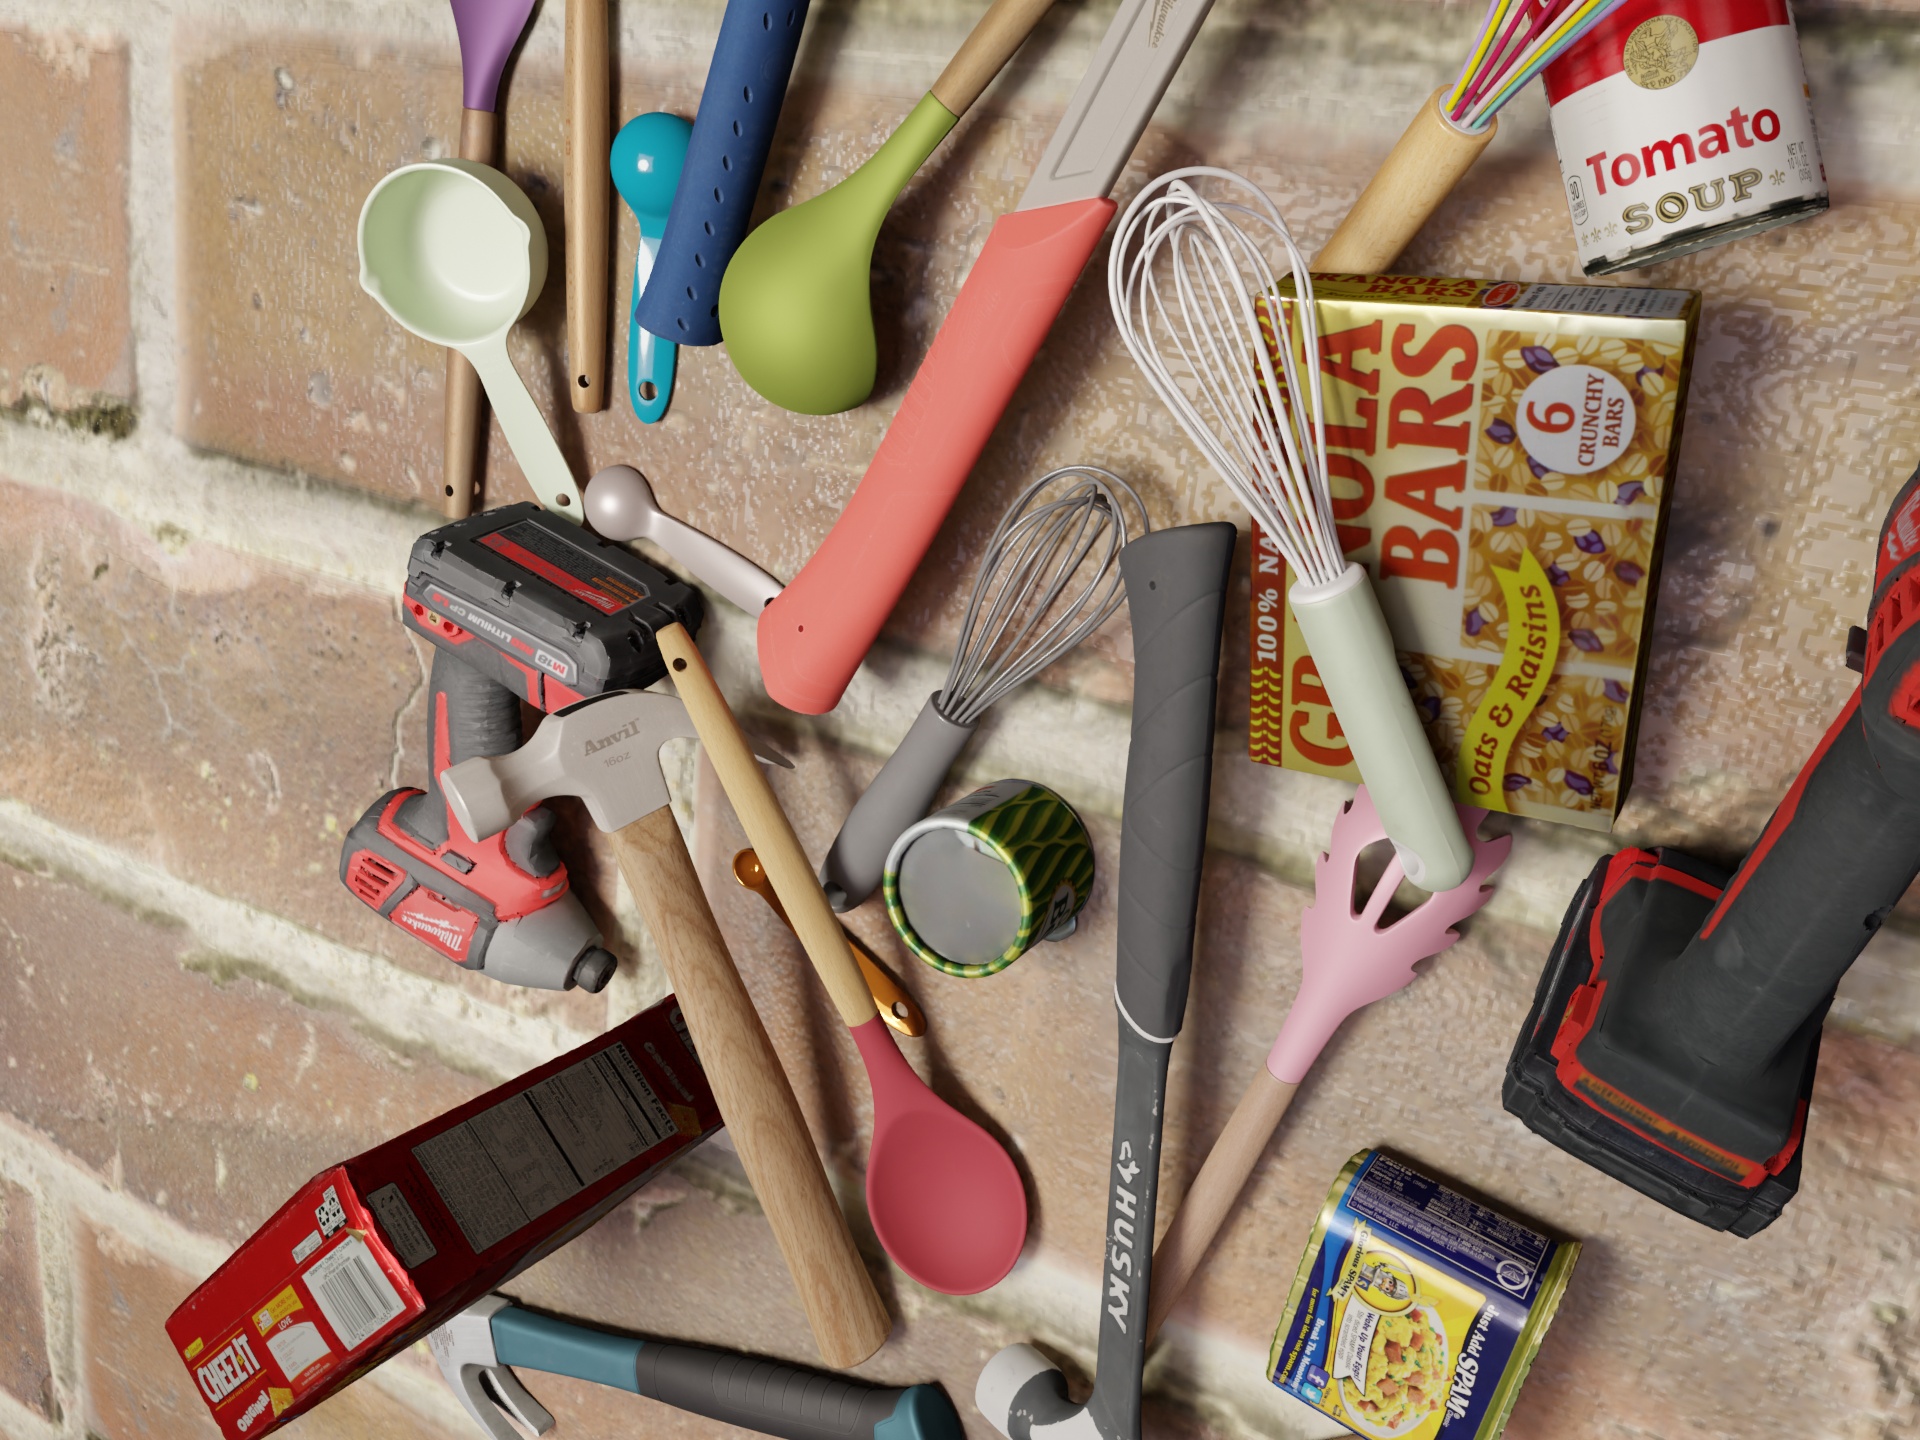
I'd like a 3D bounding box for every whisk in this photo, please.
[{"bbox_3d":[0.000,-0.002,0.633,0.055,0.055,0.239,43,124,14],"label":"whisk"},{"bbox_3d":[0.146,-0.184,0.436,0.051,0.047,0.245,55,155,10],"label":"whisk"},{"bbox_3d":[0.110,-0.050,0.487,0.059,0.058,0.246,-30,109,-8],"label":"whisk"}]

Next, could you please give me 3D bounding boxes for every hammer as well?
[{"bbox_3d":[-0.050,-0.318,0.544,0.035,0.144,0.405,35,124,18],"label":"hammer"},{"bbox_3d":[-0.095,0.140,0.685,0.031,0.130,0.331,14,127,59],"label":"hammer"},{"bbox_3d":[0.023,-0.137,0.547,0.149,0.036,0.359,42,122,18],"label":"hammer"},{"bbox_3d":[-0.148,0.330,0.806,0.331,0.033,0.128,-1,101,30],"label":"hammer"},{"bbox_3d":[0.071,0.128,0.594,0.149,0.036,0.408,22,115,49],"label":"hammer"}]

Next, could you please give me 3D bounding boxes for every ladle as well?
[{"bbox_3d":[-0.053,0.103,0.662,0.069,0.031,0.315,-22,104,8],"label":"ladle"},{"bbox_3d":[0.017,-0.239,0.569,0.320,0.062,0.078,-46,72,23],"label":"ladle"}]

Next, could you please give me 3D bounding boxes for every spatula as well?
[{"bbox_3d":[-0.213,-0.244,0.706,0.060,0.018,0.315,17,110,21],"label":"spatula"},{"bbox_3d":[-0.157,-0.284,0.649,0.082,0.044,0.317,4,108,1],"label":"spatula"}]

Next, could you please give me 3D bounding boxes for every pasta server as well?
[{"bbox_3d":[0.117,0.151,0.615,0.060,0.040,0.316,32,120,19],"label":"pasta server"}]

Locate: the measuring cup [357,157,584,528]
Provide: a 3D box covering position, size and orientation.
[{"bbox_3d":[-0.201,-0.165,0.704,0.083,0.038,0.167,-13,117,16],"label":"measuring cup"}]

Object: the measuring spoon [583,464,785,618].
[{"bbox_3d":[-0.120,-0.073,0.696,0.124,0.018,0.034,33,116,18],"label":"measuring spoon"}]

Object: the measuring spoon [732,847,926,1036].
[{"bbox_3d":[-0.057,0.098,0.711,0.117,0.011,0.021,42,119,10],"label":"measuring spoon"}]

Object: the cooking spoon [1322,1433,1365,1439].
[{"bbox_3d":[0.069,0.343,0.694,0.319,0.017,0.069,-31,91,32],"label":"cooking spoon"}]

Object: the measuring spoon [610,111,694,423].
[{"bbox_3d":[-0.130,-0.186,0.665,0.042,0.021,0.128,8,111,3],"label":"measuring spoon"}]

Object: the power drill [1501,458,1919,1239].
[{"bbox_3d":[0.246,0.014,0.440,0.080,0.188,0.226,28,133,16],"label":"power drill"}]

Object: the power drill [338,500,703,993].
[{"bbox_3d":[-0.202,0.025,0.732,0.143,0.078,0.219,29,119,11],"label":"power drill"}]
